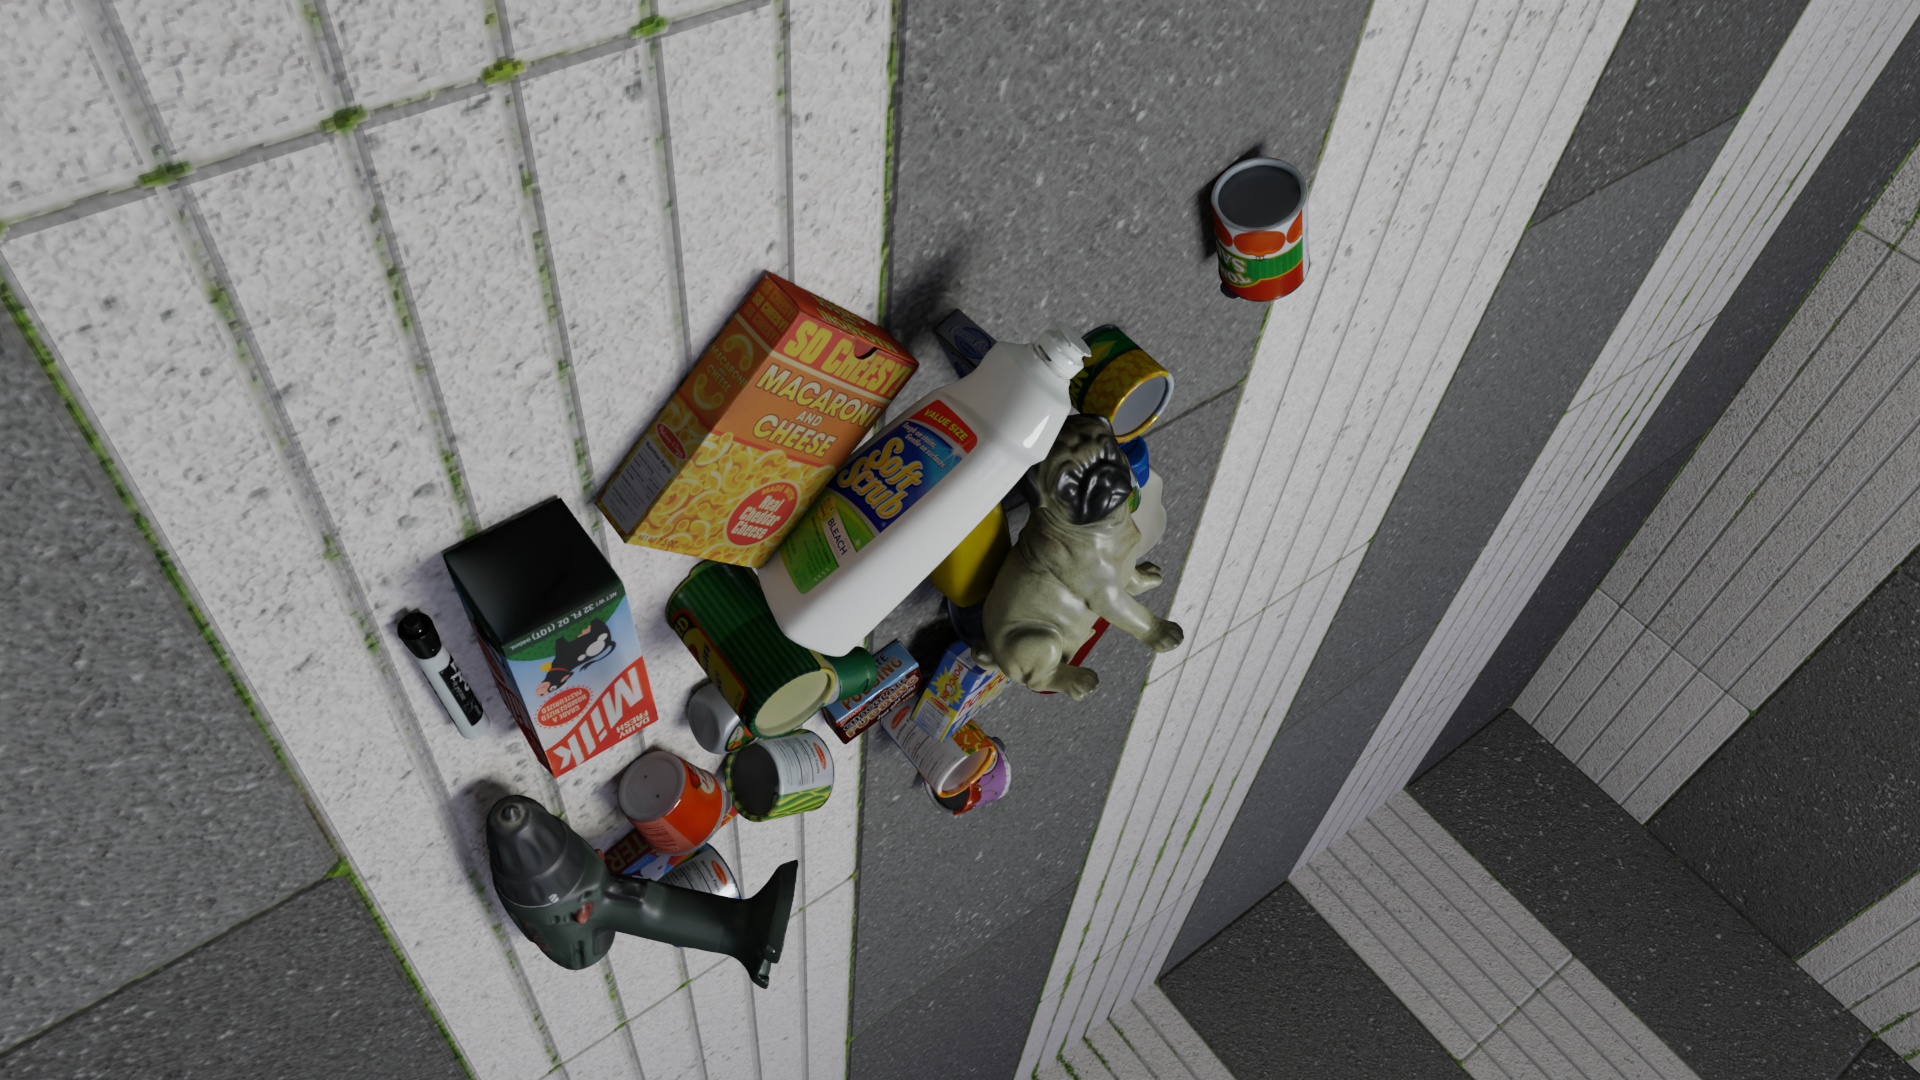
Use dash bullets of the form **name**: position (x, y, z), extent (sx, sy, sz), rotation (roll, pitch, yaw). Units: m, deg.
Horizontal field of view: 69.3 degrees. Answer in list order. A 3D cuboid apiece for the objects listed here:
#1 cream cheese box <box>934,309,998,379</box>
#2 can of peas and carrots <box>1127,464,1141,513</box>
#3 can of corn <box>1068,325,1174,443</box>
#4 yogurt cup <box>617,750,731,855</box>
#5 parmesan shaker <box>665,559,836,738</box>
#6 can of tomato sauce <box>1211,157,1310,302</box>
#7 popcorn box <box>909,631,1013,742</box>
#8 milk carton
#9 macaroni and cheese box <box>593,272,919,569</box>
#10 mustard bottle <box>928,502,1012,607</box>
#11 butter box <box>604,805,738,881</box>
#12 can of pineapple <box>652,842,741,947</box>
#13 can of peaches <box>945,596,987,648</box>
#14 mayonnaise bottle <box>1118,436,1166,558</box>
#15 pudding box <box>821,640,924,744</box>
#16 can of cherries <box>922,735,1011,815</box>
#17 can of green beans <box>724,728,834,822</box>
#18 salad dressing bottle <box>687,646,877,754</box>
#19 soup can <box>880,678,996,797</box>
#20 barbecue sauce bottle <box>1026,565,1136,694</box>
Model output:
- **cream cheese box**: position (0.021, -0.104, 0.911), extent (0.024, 0.053, 0.103), rotation (-43, 152, -4)
- **can of peas and carrots**: position (0.098, -0.036, 1.094), extent (0.059, 0.071, 0.070), rotation (-29, 149, -24)
- **can of corn**: position (0.111, -0.112, 1.013), extent (0.071, 0.058, 0.070), rotation (-32, 150, -21)
- **yogurt cup**: position (-0.212, 0.188, 1.007), extent (0.072, 0.072, 0.053), rotation (-39, 144, -7)
- **parmesan shaker**: position (-0.136, 0.068, 0.894), extent (0.071, 0.103, 0.071), rotation (-31, 150, -20)
- **can of tomato sauce**: position (0.212, -0.220, 0.988), extent (0.071, 0.071, 0.083), rotation (-40, 151, -6)
- **popcorn box**: position (0.017, 0.108, 1.186), extent (0.127, 0.038, 0.084), rotation (-33, 155, -53)
- **milk carton**: position (-0.230, 0.071, 0.807), extent (0.072, 0.073, 0.189), rotation (-31, 150, -23)
- **macaroni and cheese box**: position (-0.114, -0.063, 0.807), extent (0.166, 0.040, 0.124), rotation (-50, 152, 14)
- **mustard bottle**: position (0.004, -0.013, 1.022), extent (0.065, 0.049, 0.159), rotation (-39, 152, -20)
- **butter box**: position (-0.227, 0.231, 1.089), extent (0.103, 0.024, 0.053), rotation (-39, 153, -7)
- **can of pineapple**: position (-0.220, 0.291, 1.136), extent (0.058, 0.071, 0.070), rotation (-24, 147, -31)
- **can of peaches**: position (0.032, 0.053, 1.128), extent (0.058, 0.071, 0.070), rotation (-21, 145, -38)
- **mayonnaise bottle**: position (0.144, -0.037, 1.182), extent (0.065, 0.041, 0.147), rotation (-38, 151, -13)
- **pudding box**: position (-0.073, 0.124, 1.134), extent (0.084, 0.030, 0.049), rotation (-35, 151, -16)
- **can of cherries**: position (0.007, 0.224, 1.341), extent (0.058, 0.071, 0.071), rotation (-10, 138, -44)
- **can of green beans**: position (-0.142, 0.184, 1.088), extent (0.058, 0.071, 0.071), rotation (0, 131, -52)
- **salad dressing bottle**: position (-0.129, 0.114, 1.032), extent (0.148, 0.044, 0.064), rotation (-17, 142, -41)
- **soup can**: position (-0.017, 0.173, 1.217), extent (0.071, 0.084, 0.071), rotation (-32, 151, -21)
- **barbecue sauce bottle**: position (0.111, 0.077, 1.295), extent (0.065, 0.044, 0.148), rotation (0, 130, -53)
